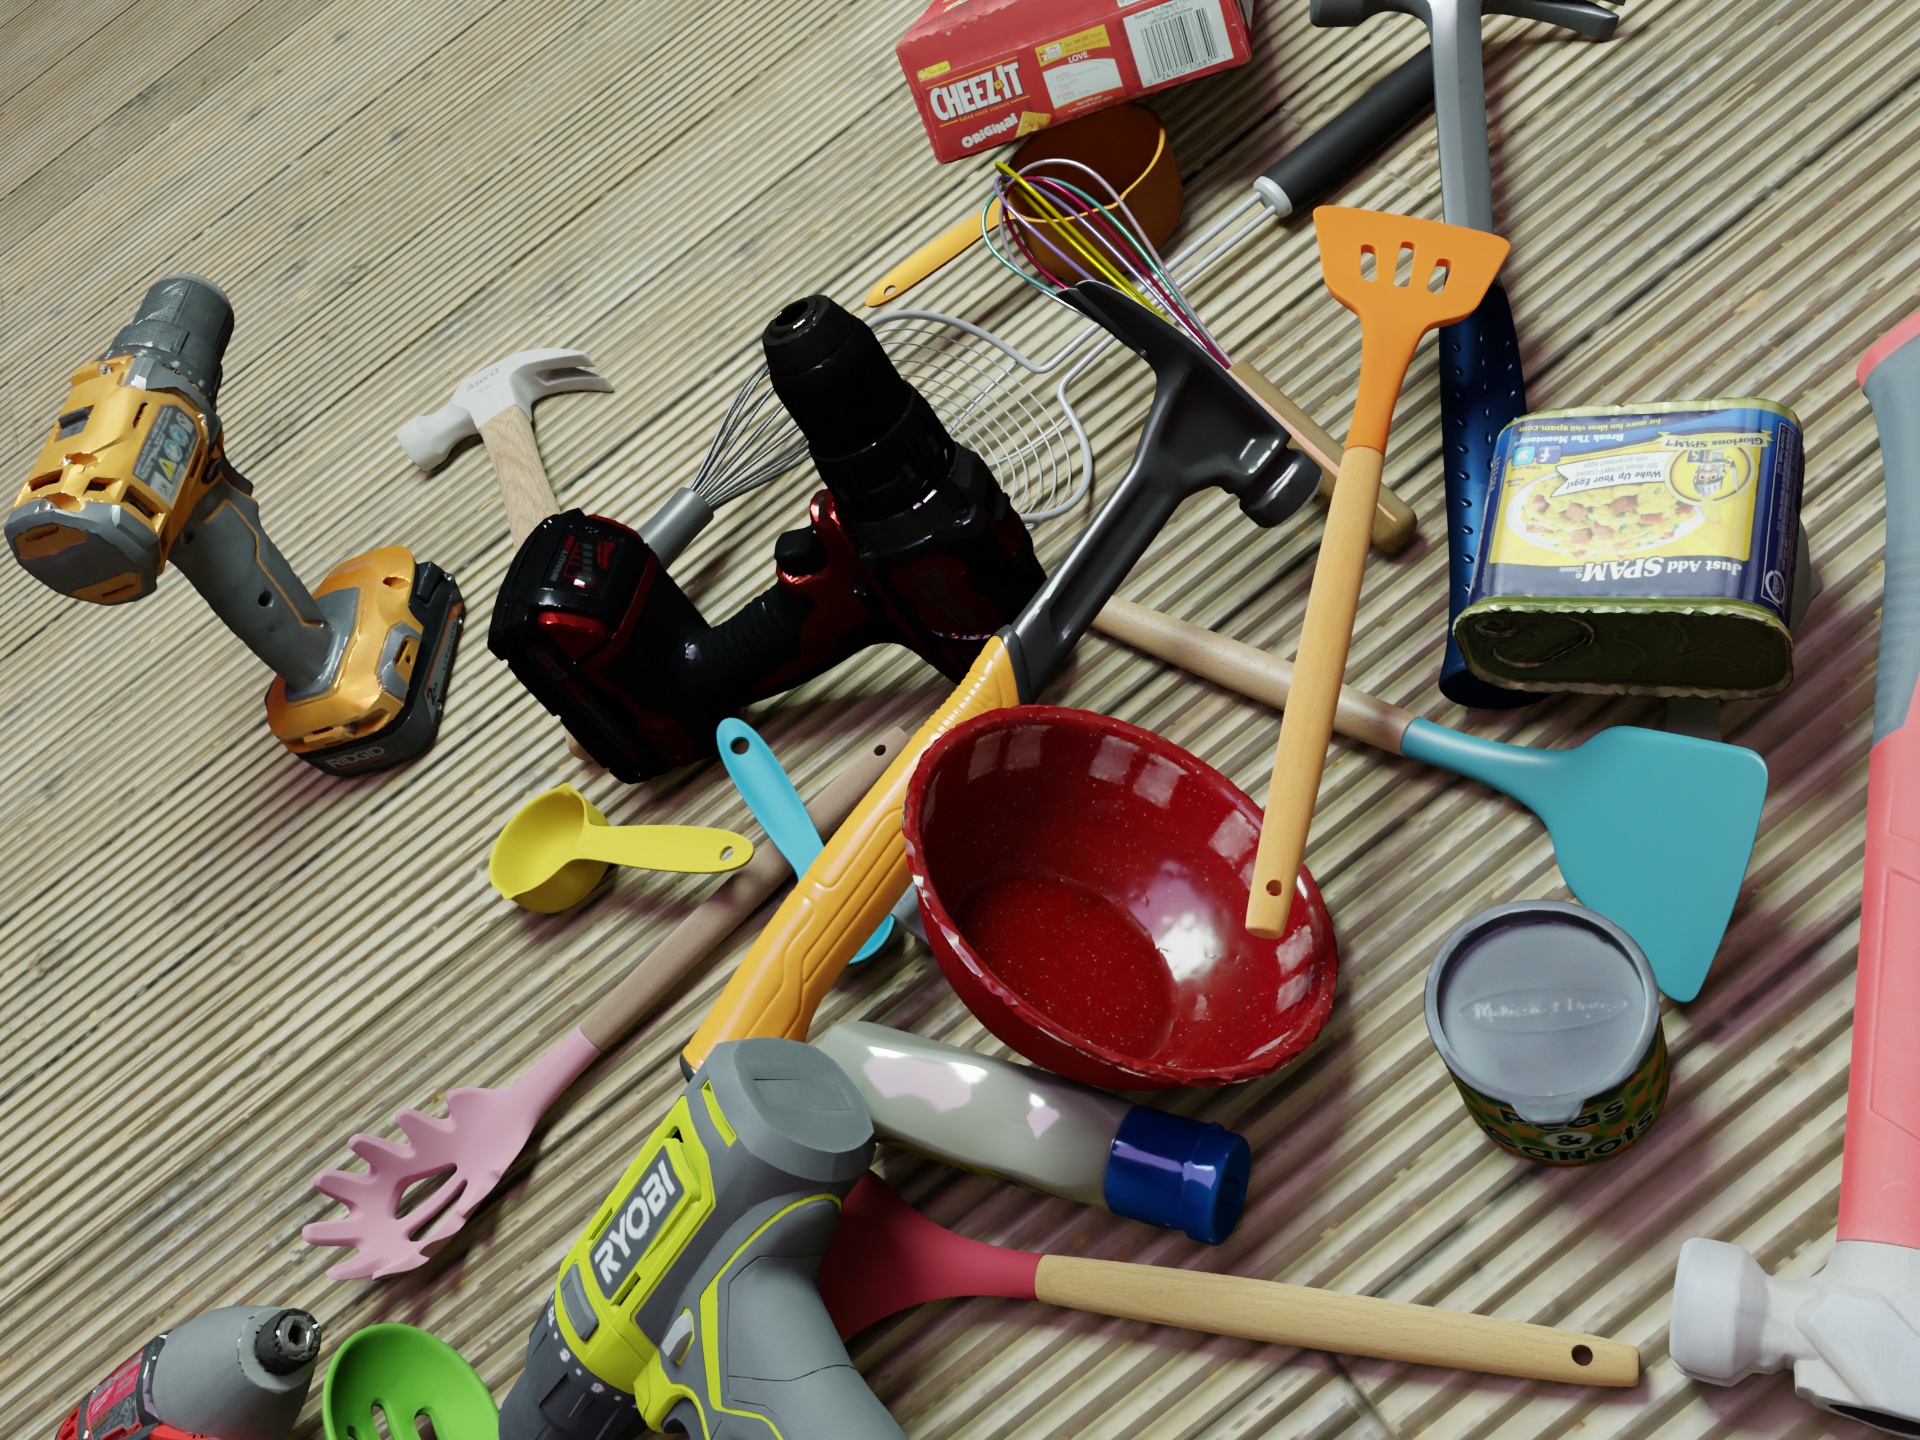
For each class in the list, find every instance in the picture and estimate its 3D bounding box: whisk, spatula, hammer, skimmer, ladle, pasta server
[{"bbox_3d":[-0.131,-0.107,0.797,0.055,0.055,0.239,24,65,38],"label":"whisk"},{"bbox_3d":[0.141,-0.003,0.593,0.318,0.044,0.082,26,115,42],"label":"spatula"},{"bbox_3d":[0.317,0.021,0.488,0.143,0.038,0.386,5,60,29],"label":"hammer"},{"bbox_3d":[-0.228,-0.101,0.871,0.130,0.031,0.332,-33,49,4],"label":"hammer"},{"bbox_3d":[0.104,-0.221,0.739,0.363,0.090,0.127,-39,80,-5],"label":"skimmer"},{"bbox_3d":[0.051,0.188,0.520,0.315,0.031,0.069,-1,60,26],"label":"ladle"},{"bbox_3d":[-0.138,0.112,0.667,0.316,0.040,0.060,-44,61,-8],"label":"pasta server"},{"bbox_3d":[-0.001,-0.002,0.601,0.337,0.127,0.034,-54,19,-6],"label":"hammer"},{"bbox_3d":[0.096,-0.158,0.672,0.051,0.047,0.245,-39,74,-17],"label":"whisk"},{"bbox_3d":[0.144,-0.072,0.586,0.081,0.041,0.323,13,69,9],"label":"spatula"},{"bbox_3d":[0.223,-0.188,0.673,0.144,0.035,0.406,3,61,7],"label":"hammer"}]

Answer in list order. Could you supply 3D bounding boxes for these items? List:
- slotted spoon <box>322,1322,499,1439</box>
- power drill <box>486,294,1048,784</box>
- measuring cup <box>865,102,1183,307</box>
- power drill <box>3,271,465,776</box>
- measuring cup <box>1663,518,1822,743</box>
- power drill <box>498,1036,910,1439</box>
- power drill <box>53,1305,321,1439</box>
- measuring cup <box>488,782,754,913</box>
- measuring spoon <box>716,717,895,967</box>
[{"bbox_3d":[-0.121,0.315,0.509,0.314,0.070,0.031,36,103,35],"label":"slotted spoon"},{"bbox_3d":[-0.088,-0.069,0.670,0.227,0.187,0.080,-15,42,25],"label":"power drill"},{"bbox_3d":[0.034,-0.247,0.822,0.173,0.052,0.095,-31,48,8],"label":"measuring cup"},{"bbox_3d":[-0.352,-0.098,0.804,0.084,0.226,0.186,-14,52,19],"label":"power drill"},{"bbox_3d":[0.252,-0.020,0.549,0.083,0.038,0.168,-1,55,28],"label":"measuring cup"},{"bbox_3d":[-0.064,0.240,0.490,0.190,0.080,0.229,-55,47,19],"label":"power drill"},{"bbox_3d":[-0.275,0.318,0.550,0.143,0.078,0.220,-38,43,24],"label":"power drill"},{"bbox_3d":[-0.145,0.062,0.703,0.156,0.029,0.062,0,55,34],"label":"measuring cup"},{"bbox_3d":[-0.068,0.051,0.667,0.042,0.021,0.129,-30,63,-9],"label":"measuring spoon"}]
